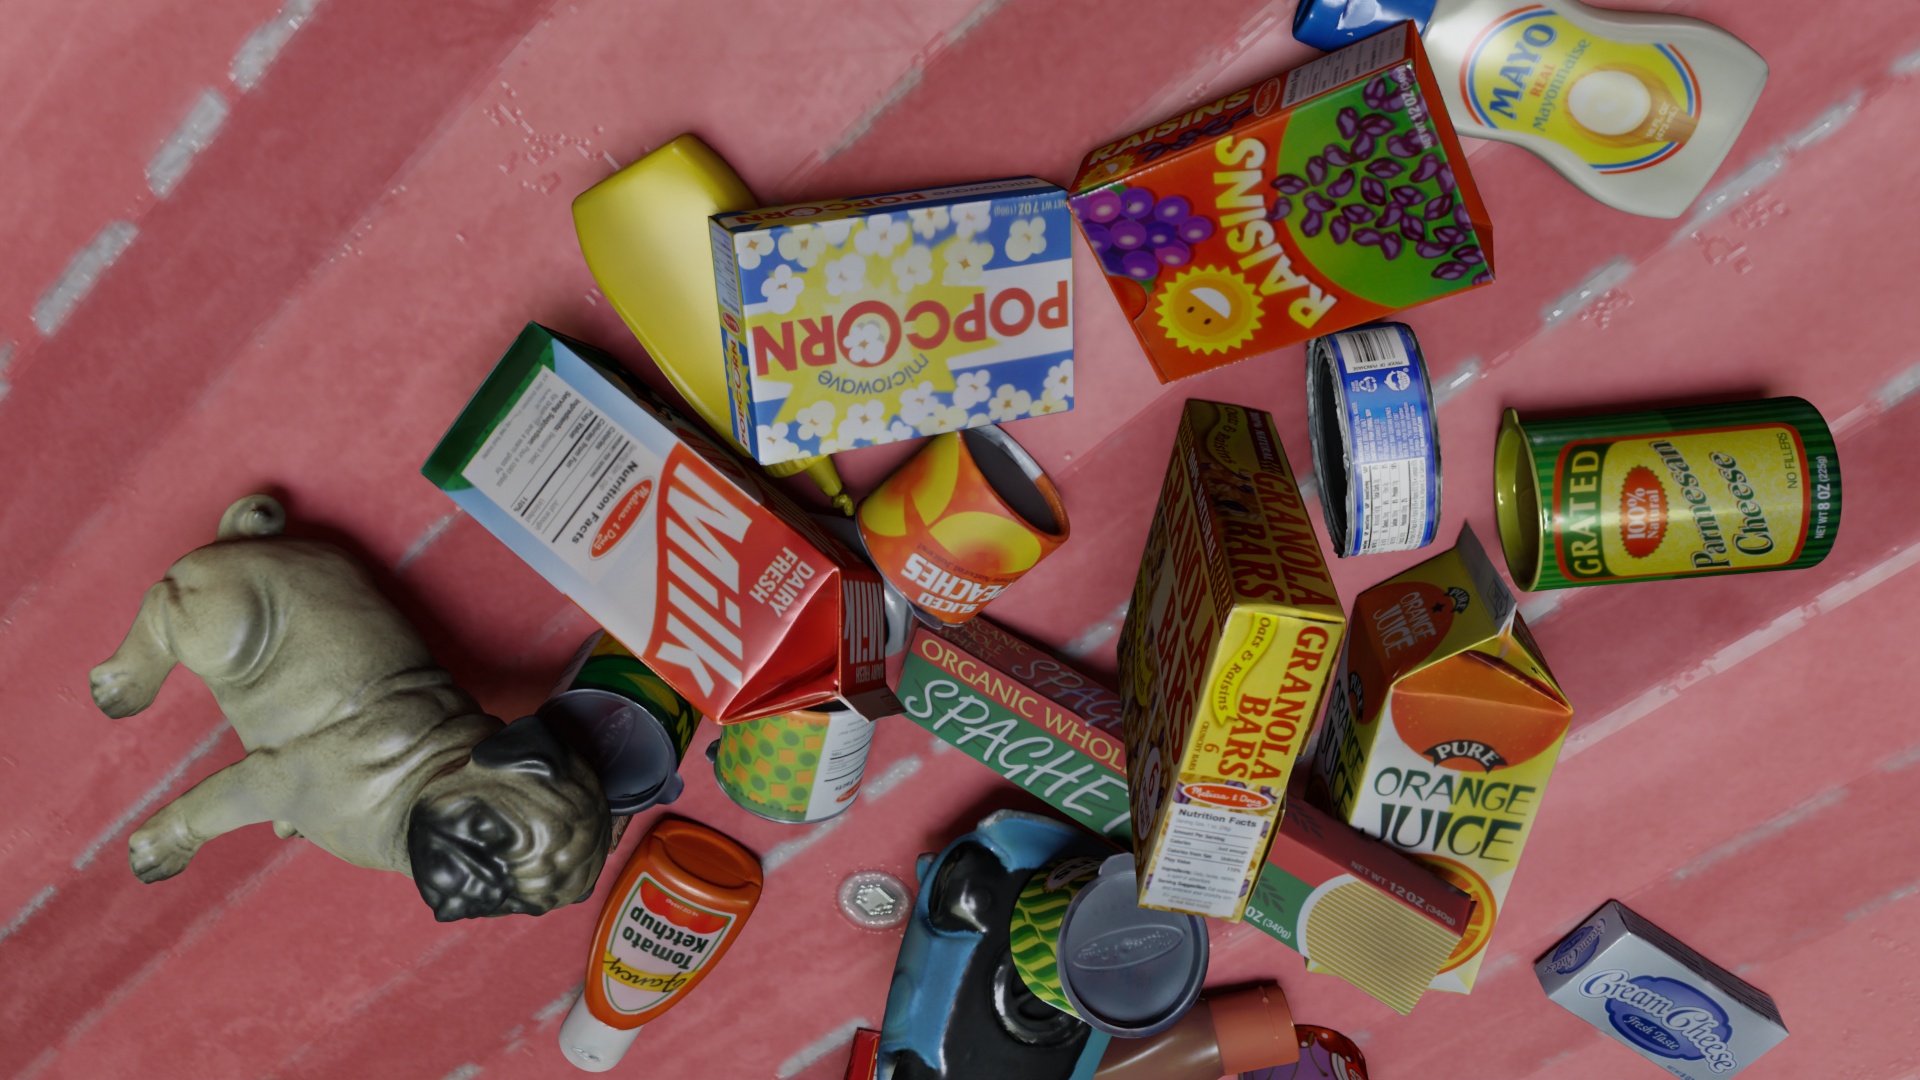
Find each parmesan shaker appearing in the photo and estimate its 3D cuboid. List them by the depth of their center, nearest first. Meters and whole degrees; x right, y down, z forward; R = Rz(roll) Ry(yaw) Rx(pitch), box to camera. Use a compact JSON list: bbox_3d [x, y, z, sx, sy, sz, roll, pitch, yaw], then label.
[{"bbox_3d":[0.262,-0.020,0.522,0.103,0.071,0.071,-5,116,9],"label":"parmesan shaker"}]

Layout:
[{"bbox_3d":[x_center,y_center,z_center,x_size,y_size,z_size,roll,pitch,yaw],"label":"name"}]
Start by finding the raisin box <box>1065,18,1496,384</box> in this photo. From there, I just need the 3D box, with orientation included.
[{"bbox_3d":[0.111,-0.112,0.484,0.123,0.040,0.086,-15,125,30],"label":"raisin box"}]

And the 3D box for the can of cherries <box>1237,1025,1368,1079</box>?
[{"bbox_3d":[0.175,0.285,0.689,0.071,0.059,0.071,3,116,5],"label":"can of cherries"}]

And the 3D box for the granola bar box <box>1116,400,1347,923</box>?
[{"bbox_3d":[0.093,0.037,0.512,0.039,0.166,0.123,11,118,-2],"label":"granola bar box"}]

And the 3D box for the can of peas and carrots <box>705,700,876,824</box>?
[{"bbox_3d":[-0.073,0.079,0.607,0.071,0.071,0.058,15,117,-1],"label":"can of peas and carrots"}]

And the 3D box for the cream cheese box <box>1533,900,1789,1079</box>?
[{"bbox_3d":[0.331,0.216,0.657,0.104,0.024,0.053,32,114,-10],"label":"cream cheese box"}]

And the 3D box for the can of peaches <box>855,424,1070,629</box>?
[{"bbox_3d":[0.002,-0.007,0.553,0.058,0.071,0.071,-40,106,21],"label":"can of peaches"}]

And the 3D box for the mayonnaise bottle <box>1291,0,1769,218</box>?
[{"bbox_3d":[0.188,-0.162,0.471,0.148,0.041,0.064,19,120,-3],"label":"mayonnaise bottle"}]

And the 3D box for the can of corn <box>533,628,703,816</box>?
[{"bbox_3d":[-0.149,0.080,0.620,0.071,0.058,0.070,2,117,5],"label":"can of corn"}]

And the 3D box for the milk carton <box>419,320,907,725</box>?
[{"bbox_3d":[-0.099,0.006,0.526,0.191,0.072,0.073,38,93,10],"label":"milk carton"}]

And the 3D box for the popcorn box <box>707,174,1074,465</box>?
[{"bbox_3d":[-0.022,-0.082,0.507,0.127,0.038,0.084,-12,116,-18],"label":"popcorn box"}]

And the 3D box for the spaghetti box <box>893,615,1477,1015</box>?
[{"bbox_3d":[0.083,0.106,0.575,0.250,0.029,0.050,29,122,16],"label":"spaghetti box"}]

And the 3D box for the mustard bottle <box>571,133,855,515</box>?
[{"bbox_3d":[-0.085,-0.075,0.540,0.065,0.049,0.159,-25,113,12],"label":"mustard bottle"}]

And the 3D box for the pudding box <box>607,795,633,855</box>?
[{"bbox_3d":[-0.197,0.121,0.650,0.084,0.050,0.030,1,116,6],"label":"pudding box"}]

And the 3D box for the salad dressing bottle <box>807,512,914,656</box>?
[{"bbox_3d":[-0.093,0.014,0.588,0.148,0.044,0.064,9,130,4],"label":"salad dressing bottle"}]

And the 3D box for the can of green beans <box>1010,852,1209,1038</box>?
[{"bbox_3d":[0.060,0.165,0.574,0.071,0.057,0.071,3,82,-18],"label":"can of green beans"}]

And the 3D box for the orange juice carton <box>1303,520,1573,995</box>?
[{"bbox_3d":[0.195,0.091,0.581,0.073,0.072,0.191,7,118,2],"label":"orange juice carton"}]

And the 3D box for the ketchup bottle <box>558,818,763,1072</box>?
[{"bbox_3d":[-0.156,0.206,0.693,0.065,0.044,0.148,29,117,-9],"label":"ketchup bottle"}]

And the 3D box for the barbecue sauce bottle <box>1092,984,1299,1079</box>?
[{"bbox_3d":[0.088,0.251,0.681,0.148,0.065,0.043,-13,103,3],"label":"barbecue sauce bottle"}]
